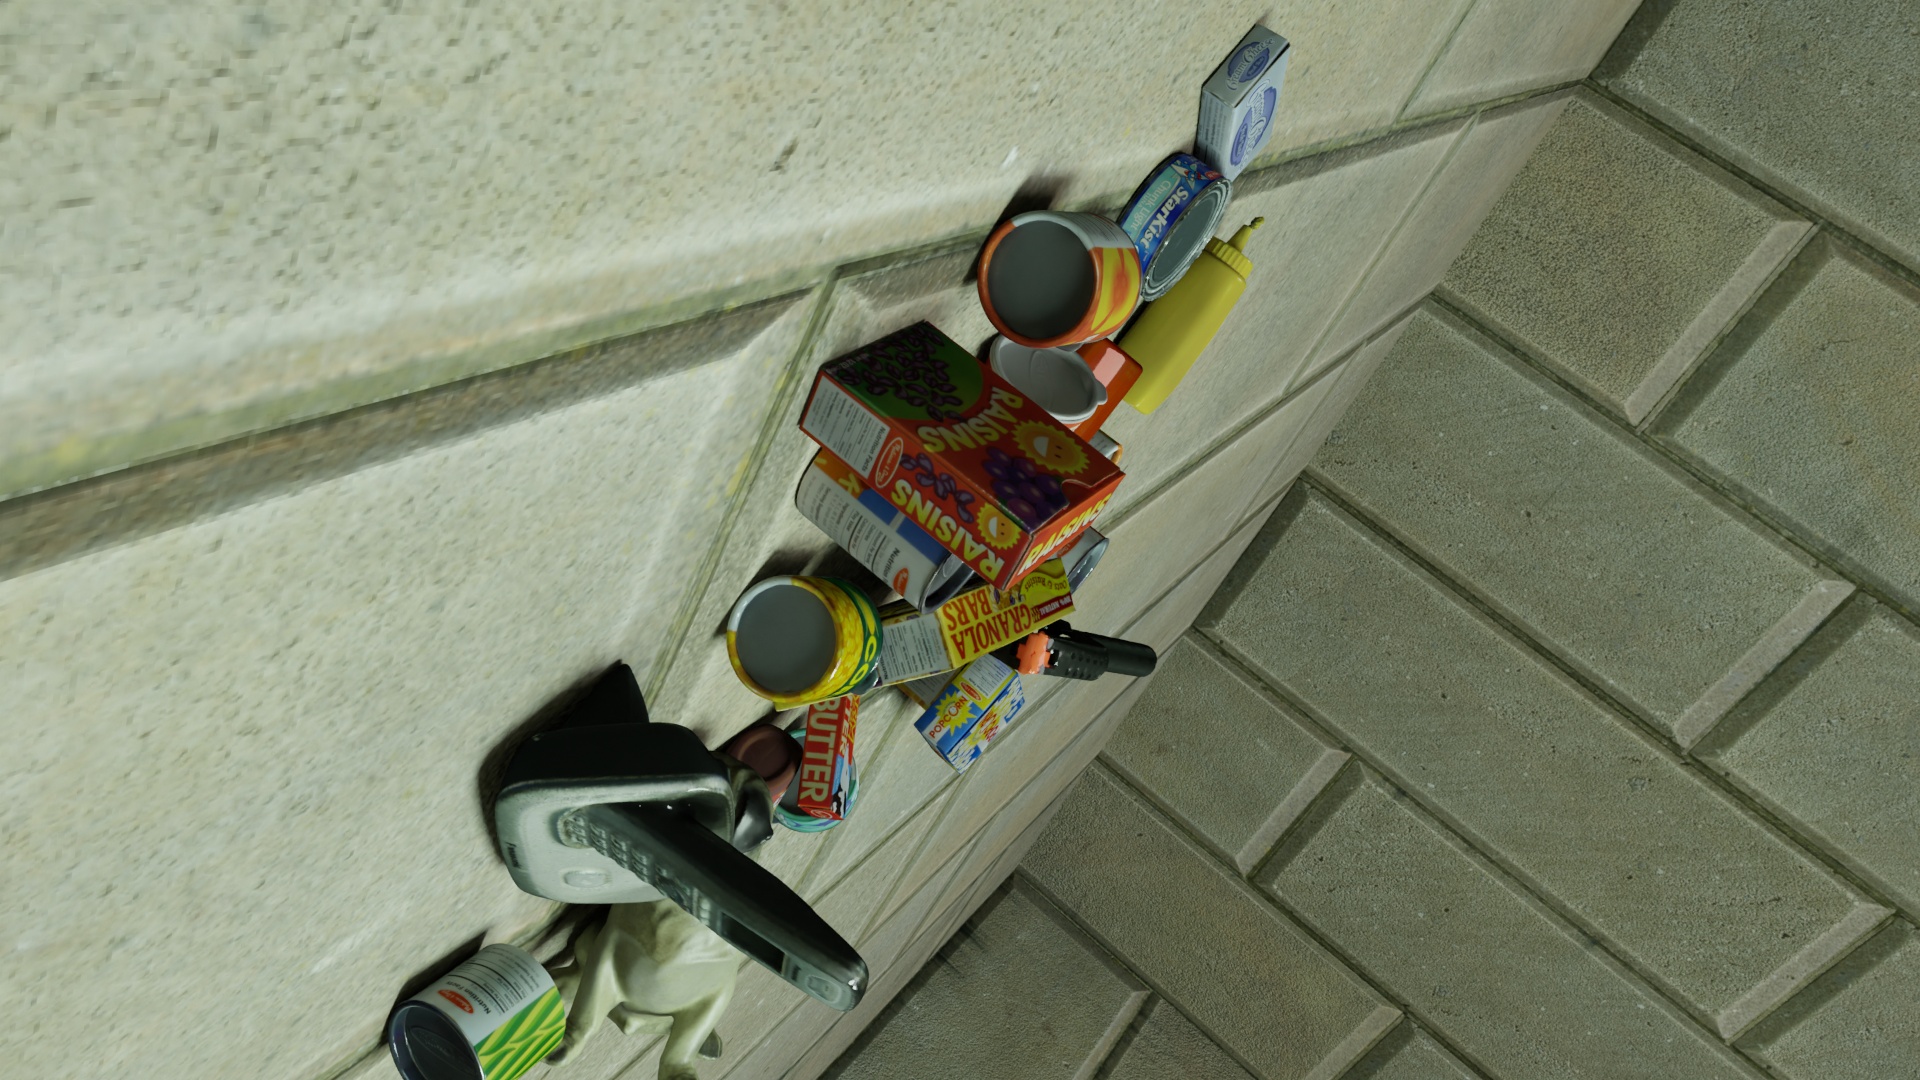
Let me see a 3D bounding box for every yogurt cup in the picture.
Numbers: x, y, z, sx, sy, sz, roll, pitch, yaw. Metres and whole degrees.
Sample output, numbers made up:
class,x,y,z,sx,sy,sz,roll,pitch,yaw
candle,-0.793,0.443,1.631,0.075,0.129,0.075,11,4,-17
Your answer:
class,x,y,z,sx,sy,sz,roll,pitch,yaw
yogurt cup,0.036,-0.077,0.782,0.073,0.072,0.053,-36,167,-46

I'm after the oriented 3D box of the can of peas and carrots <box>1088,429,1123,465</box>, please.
class,x,y,z,sx,sy,sz,roll,pitch,yaw
can of peas and carrots,0.068,-0.055,0.946,0.071,0.059,0.070,-47,165,-16

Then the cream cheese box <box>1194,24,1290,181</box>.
class,x,y,z,sx,sy,sz,roll,pitch,yaw
cream cheese box,0.165,-0.252,0.823,0.053,0.024,0.103,-50,166,-8

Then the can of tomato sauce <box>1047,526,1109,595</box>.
class,x,y,z,sx,sy,sz,roll,pitch,yaw
can of tomato sauce,0.052,0.001,0.982,0.071,0.083,0.071,-47,165,-16

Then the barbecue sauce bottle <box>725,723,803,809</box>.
class,x,y,z,sx,sy,sz,roll,pitch,yaw
barbecue sauce bottle,-0.151,0.185,0.892,0.147,0.044,0.065,-60,171,33

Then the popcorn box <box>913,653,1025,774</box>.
class,x,y,z,sx,sy,sz,roll,pitch,yaw
popcorn box,0.010,0.140,1.129,0.085,0.038,0.126,-48,165,-9

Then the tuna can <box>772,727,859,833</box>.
class,x,y,z,sx,sy,sz,roll,pitch,yaw
tuna can,-0.104,0.163,0.939,0.071,0.071,0.032,-46,164,-20

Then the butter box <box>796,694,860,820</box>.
class,x,y,z,sx,sy,sz,roll,pitch,yaw
butter box,-0.082,0.123,0.883,0.053,0.024,0.104,77,18,-72

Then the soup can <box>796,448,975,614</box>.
class,x,y,z,sx,sy,sz,roll,pitch,yaw
soup can,-0.027,-0.016,0.689,0.071,0.084,0.071,-47,166,-16

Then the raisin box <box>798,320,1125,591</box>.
class,x,y,z,sx,sy,sz,roll,pitch,yaw
raisin box,0.002,-0.042,0.633,0.086,0.123,0.039,-33,158,-50

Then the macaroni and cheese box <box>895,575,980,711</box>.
class,x,y,z,sx,sy,sz,roll,pitch,yaw
macaroni and cheese box,0.027,0.063,1.150,0.166,0.040,0.124,-52,166,7

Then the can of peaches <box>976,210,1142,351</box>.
class,x,y,z,sx,sy,sz,roll,pitch,yaw
can of peaches,0.049,-0.126,0.683,0.071,0.071,0.058,-57,164,23

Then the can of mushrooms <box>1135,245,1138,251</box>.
class,x,y,z,sx,sy,sz,roll,pitch,yaw
can of mushrooms,0.066,-0.144,0.767,0.071,0.033,0.070,-47,165,-17

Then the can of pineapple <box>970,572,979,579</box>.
class,x,y,z,sx,sy,sz,roll,pitch,yaw
can of pineapple,0.003,-0.011,0.842,0.071,0.071,0.058,-55,165,16

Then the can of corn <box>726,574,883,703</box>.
class,x,y,z,sx,sy,sz,roll,pitch,yaw
can of corn,-0.079,0.053,0.726,0.071,0.071,0.058,-53,165,7

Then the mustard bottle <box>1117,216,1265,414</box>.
class,x,y,z,sx,sy,sz,roll,pitch,yaw
mustard bottle,0.163,-0.165,0.986,0.160,0.049,0.065,-54,166,7

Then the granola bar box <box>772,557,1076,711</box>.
class,x,y,z,sx,sy,sz,roll,pitch,yaw
granola bar box,-0.021,0.053,0.831,0.124,0.039,0.166,-16,-179,29

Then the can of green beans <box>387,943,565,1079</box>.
class,x,y,z,sx,sy,sz,roll,pitch,yaw
can of green beans,-0.245,0.248,0.706,0.058,0.071,0.071,-29,154,-57

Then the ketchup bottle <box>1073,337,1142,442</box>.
class,x,y,z,sx,sy,sz,roll,pitch,yaw
ketchup bottle,0.051,-0.067,0.884,0.148,0.043,0.064,-53,143,8
